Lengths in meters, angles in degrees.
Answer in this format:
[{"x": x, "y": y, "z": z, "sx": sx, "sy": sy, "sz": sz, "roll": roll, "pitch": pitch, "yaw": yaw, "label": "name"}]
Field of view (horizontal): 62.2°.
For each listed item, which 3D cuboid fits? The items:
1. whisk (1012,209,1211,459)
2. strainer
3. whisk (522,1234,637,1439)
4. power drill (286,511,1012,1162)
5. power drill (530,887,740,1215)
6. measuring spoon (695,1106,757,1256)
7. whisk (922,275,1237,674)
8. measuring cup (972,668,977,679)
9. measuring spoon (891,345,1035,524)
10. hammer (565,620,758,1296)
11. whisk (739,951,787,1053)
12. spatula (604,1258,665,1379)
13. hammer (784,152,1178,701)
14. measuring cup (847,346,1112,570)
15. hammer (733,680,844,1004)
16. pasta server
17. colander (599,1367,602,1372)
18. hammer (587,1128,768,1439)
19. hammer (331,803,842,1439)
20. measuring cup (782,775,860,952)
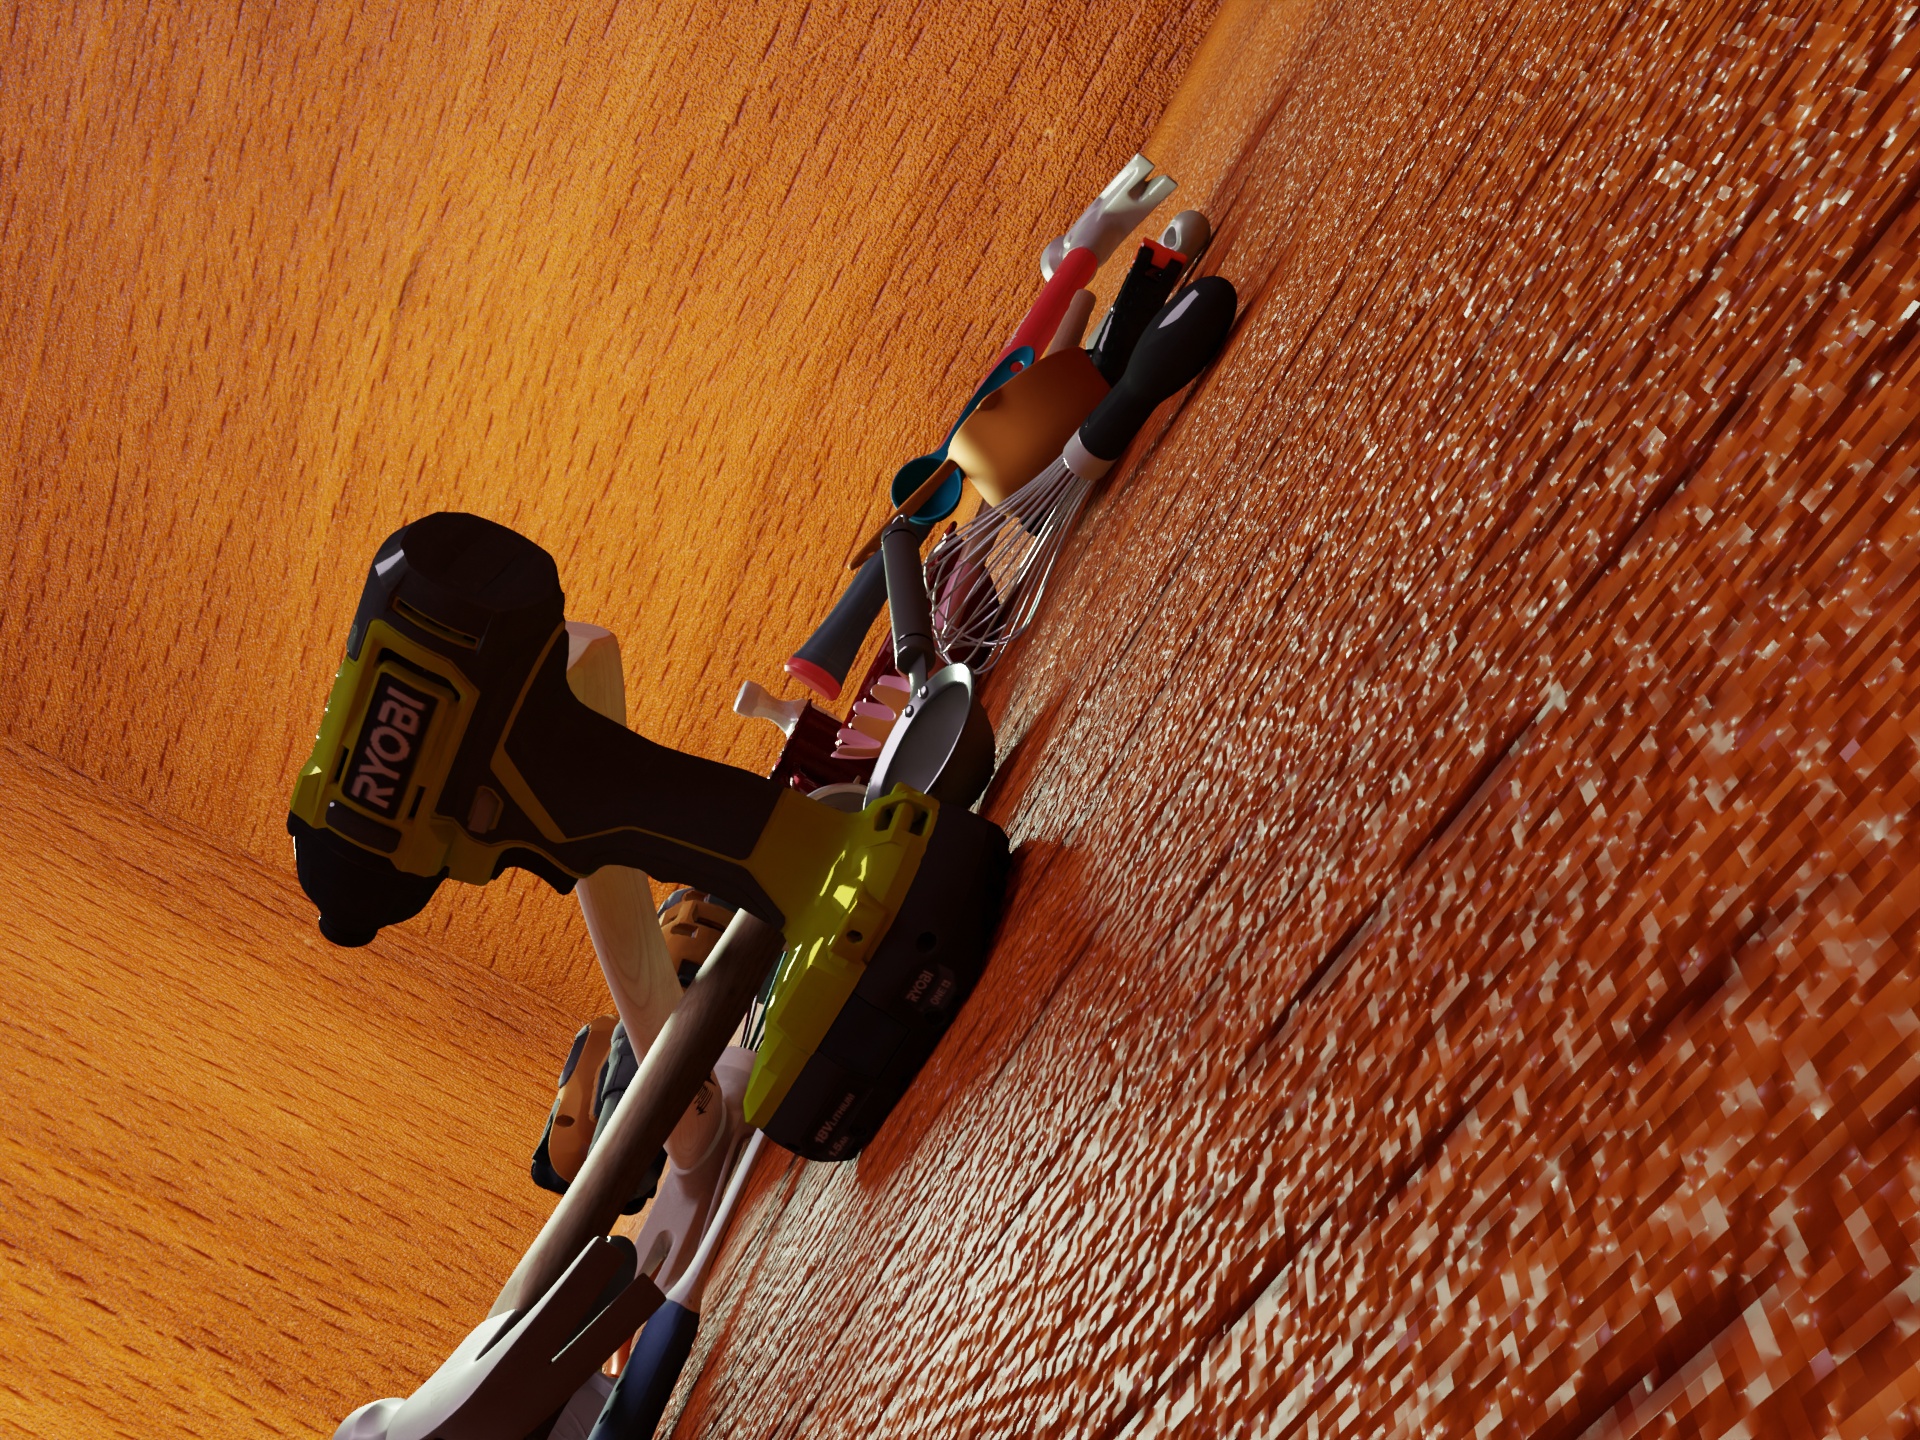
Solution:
[{"x": 0.087, "y": -0.226, "z": 1.000, "sx": 0.246, "sy": 0.059, "sz": 0.058, "roll": -50, "pitch": 50, "yaw": 50, "label": "whisk"}, {"x": -0.018, "y": -0.025, "z": 0.729, "sx": 0.087, "sy": 0.050, "sz": 0.259, "roll": -50, "pitch": 29, "yaw": 28, "label": "strainer"}, {"x": -0.168, "y": 0.270, "z": 0.591, "sx": 0.055, "sy": 0.055, "sz": 0.239, "roll": -61, "pitch": 1, "yaw": 21, "label": "whisk"}, {"x": -0.111, "y": 0.051, "z": 0.539, "sx": 0.171, "sy": 0.223, "sz": 0.080, "roll": -59, "pitch": 6, "yaw": 31, "label": "power drill"}, {"x": -0.198, "y": 0.228, "z": 0.967, "sx": 0.226, "sy": 0.084, "sz": 0.185, "roll": 125, "pitch": 163, "yaw": -47, "label": "power drill"}, {"x": -0.114, "y": 0.237, "z": 0.795, "sx": 0.034, "sy": 0.018, "sz": 0.124, "roll": 112, "pitch": 175, "yaw": -60, "label": "measuring spoon"}, {"x": 0.045, "y": -0.106, "z": 0.750, "sx": 0.284, "sy": 0.070, "sz": 0.070, "roll": -49, "pitch": 14, "yaw": 49, "label": "whisk"}, {"x": -0.001, "y": -0.003, "z": 0.872, "sx": 0.062, "sy": 0.029, "sz": 0.156, "roll": -64, "pitch": -7, "yaw": 18, "label": "measuring cup"}, {"x": 0.007, "y": -0.165, "z": 0.927, "sx": 0.128, "sy": 0.042, "sz": 0.021, "roll": -55, "pitch": -21, "yaw": -11, "label": "measuring spoon"}, {"x": -0.145, "y": 0.119, "z": 0.704, "sx": 0.410, "sy": 0.038, "sz": 0.146, "roll": 88, "pitch": -160, "yaw": -48, "label": "hammer"}, {"x": -0.127, "y": 0.188, "z": 0.982, "sx": 0.051, "sy": 0.047, "sz": 0.245, "roll": -52, "pitch": 15, "yaw": 56, "label": "whisk"}, {"x": -0.199, "y": 0.335, "z": 0.944, "sx": 0.081, "sy": 0.041, "sz": 0.323, "roll": -62, "pitch": 5, "yaw": 19, "label": "spatula"}, {"x": 0.011, "y": -0.180, "z": 0.976, "sx": 0.386, "sy": 0.038, "sz": 0.143, "roll": -59, "pitch": 12, "yaw": -19, "label": "hammer"}, {"x": 0.014, "y": -0.119, "z": 0.837, "sx": 0.173, "sy": 0.052, "sz": 0.095, "roll": -41, "pitch": -8, "yaw": 21, "label": "measuring cup"}, {"x": -0.134, "y": 0.090, "z": 1.228, "sx": 0.331, "sy": 0.128, "sz": 0.033, "roll": -86, "pitch": 22, "yaw": -54, "label": "hammer"}, {"x": 0.008, "y": -0.115, "z": 0.911, "sx": 0.316, "sy": 0.040, "sz": 0.060, "roll": -67, "pitch": 8, "yaw": -13, "label": "pasta server"}, {"x": -0.293, "y": 0.481, "z": 0.824, "sx": 0.204, "sy": 0.094, "sz": 0.397, "roll": -59, "pitch": 7, "yaw": 31, "label": "colander"}, {"x": -0.110, "y": 0.230, "z": 0.653, "sx": 0.406, "sy": 0.035, "sz": 0.144, "roll": -65, "pitch": 6, "yaw": -22, "label": "hammer"}, {"x": -0.115, "y": 0.142, "z": 0.628, "sx": 0.130, "sy": 0.031, "sz": 0.331, "roll": -32, "pitch": 18, "yaw": 37, "label": "hammer"}, {"x": -0.071, "y": 0.086, "z": 0.985, "sx": 0.083, "sy": 0.038, "sz": 0.168, "roll": -59, "pitch": 5, "yaw": 30, "label": "measuring cup"}]
